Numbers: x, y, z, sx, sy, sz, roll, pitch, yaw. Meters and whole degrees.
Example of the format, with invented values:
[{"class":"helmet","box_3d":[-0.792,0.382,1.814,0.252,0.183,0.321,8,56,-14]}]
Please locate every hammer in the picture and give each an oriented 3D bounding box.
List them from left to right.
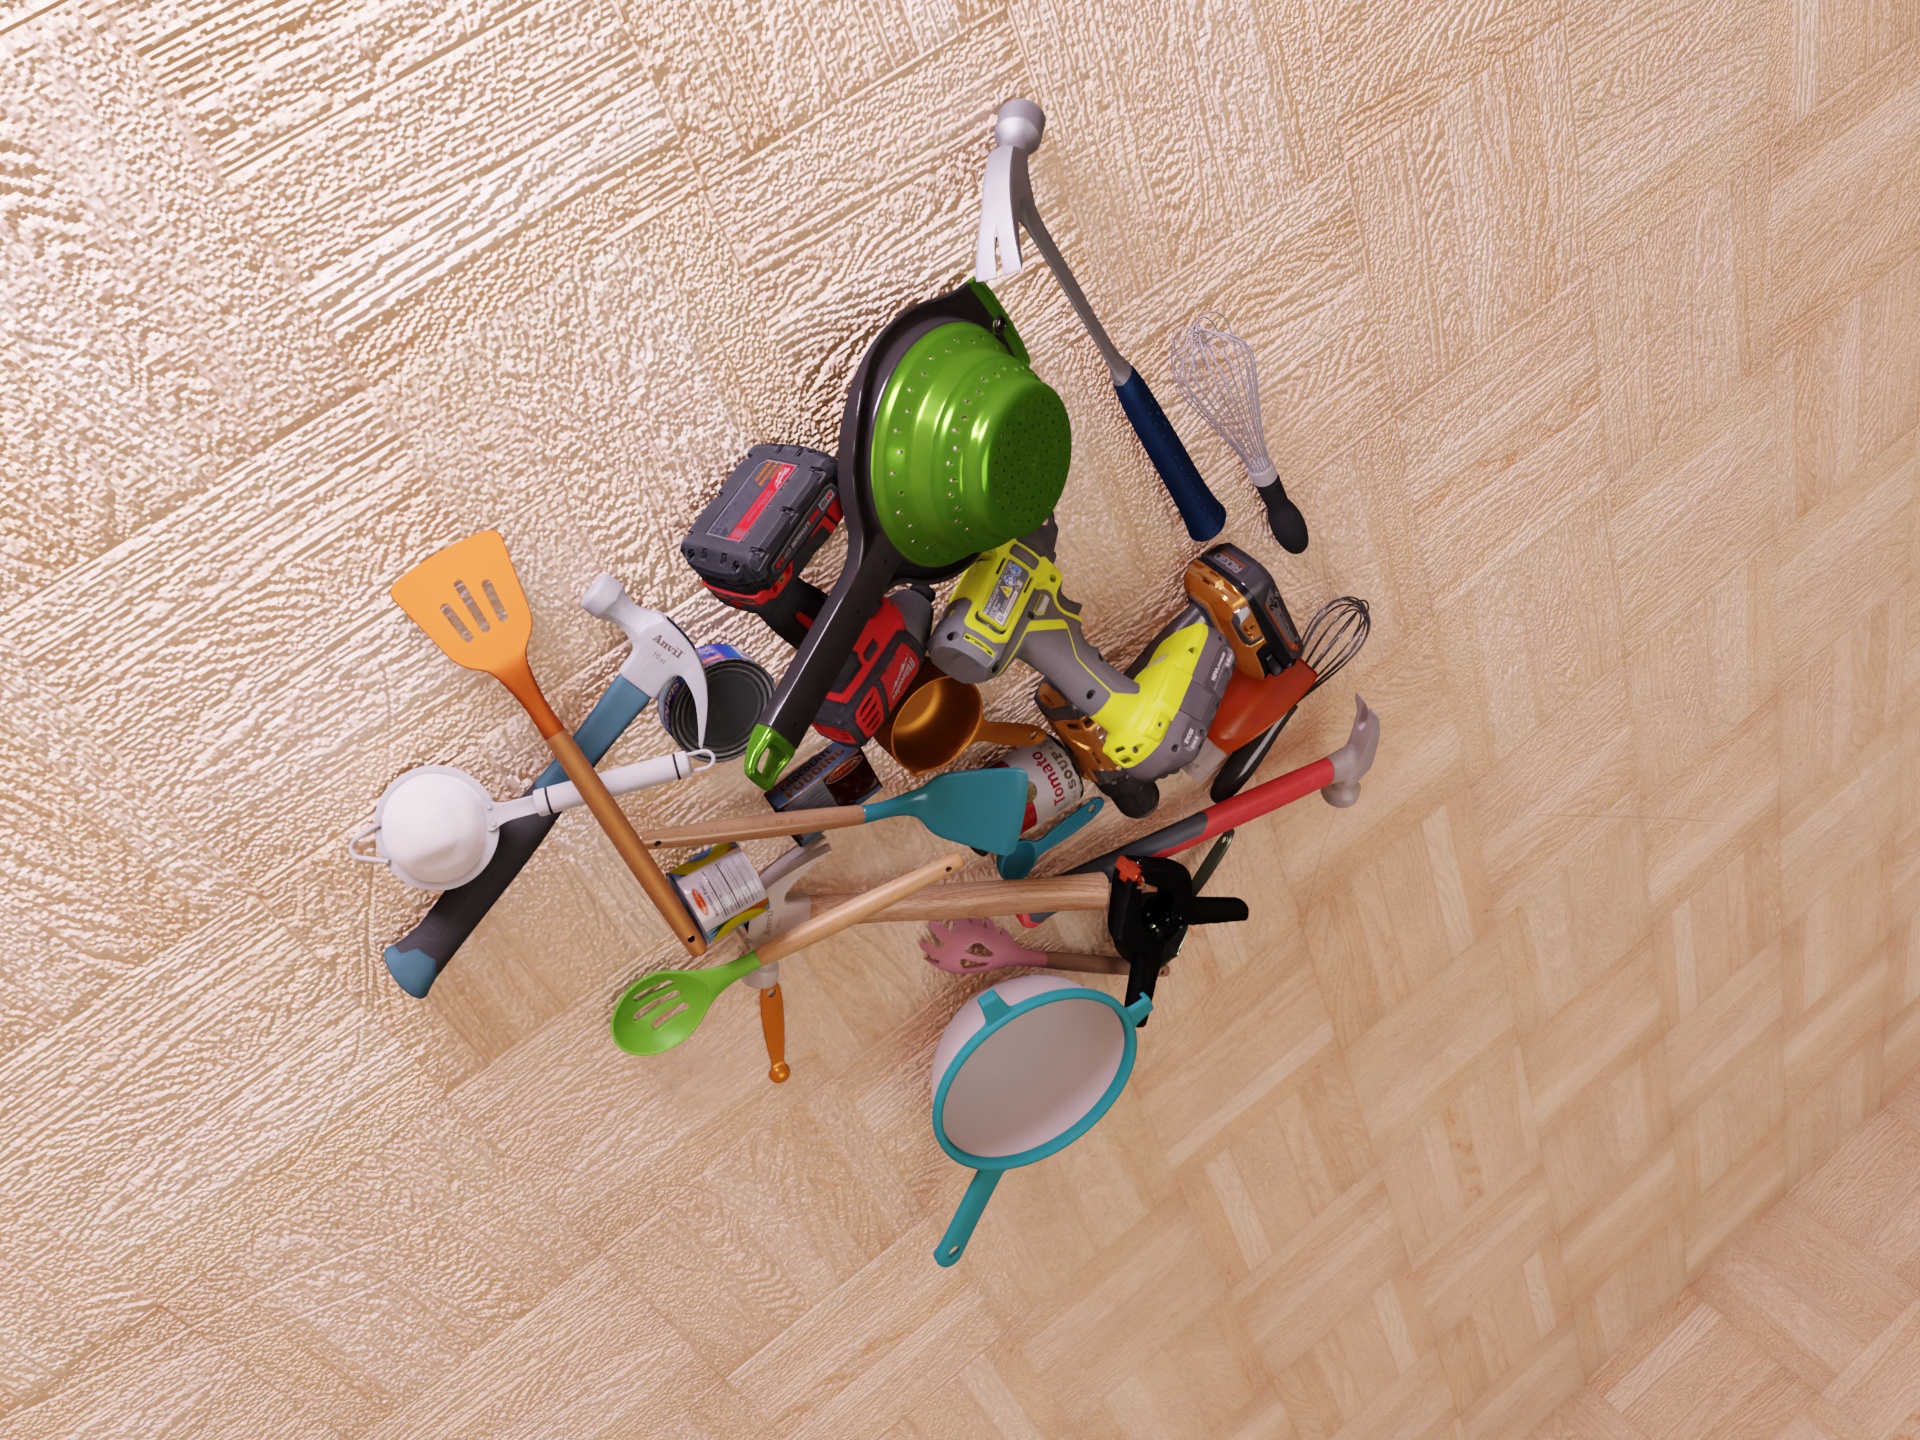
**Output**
[{"class":"hammer","box_3d":[-0.301,0.061,1.131,0.128,0.033,0.331,37,96,-17]},{"class":"hammer","box_3d":[-0.022,0.154,1.360,0.331,0.031,0.130,-2,115,-24]},{"class":"hammer","box_3d":[0.117,-0.267,1.211,0.405,0.035,0.144,48,45,-46]},{"class":"hammer","box_3d":[0.220,0.093,1.483,0.386,0.038,0.143,-22,144,-16]}]

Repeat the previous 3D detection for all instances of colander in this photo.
[{"class":"colander","box_3d":[-0.023,-0.120,1.103,0.397,0.094,0.204,-63,144,-15]}]

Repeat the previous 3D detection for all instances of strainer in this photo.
[{"class":"strainer","box_3d":[-0.295,0.057,1.094,0.258,0.050,0.087,-15,92,-8]},{"class":"strainer","box_3d":[0.030,0.365,1.511,0.210,0.095,0.340,7,117,-33]}]

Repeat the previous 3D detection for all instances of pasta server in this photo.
[{"class":"pasta server","box_3d":[0.092,0.225,1.514,0.316,0.040,0.060,13,108,-43]}]

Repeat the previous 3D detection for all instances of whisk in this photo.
[{"class":"whisk","box_3d":[0.244,-0.230,1.341,0.070,0.070,0.284,-44,136,-5]},{"class":"whisk","box_3d":[0.310,-0.018,1.510,0.055,0.055,0.239,24,105,-41]}]

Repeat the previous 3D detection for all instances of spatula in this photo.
[{"class":"spatula","box_3d":[-0.260,0.027,1.070,0.081,0.041,0.322,-33,108,-11]},{"class":"spatula","box_3d":[-0.097,0.080,1.246,0.317,0.044,0.082,-6,119,-28]}]

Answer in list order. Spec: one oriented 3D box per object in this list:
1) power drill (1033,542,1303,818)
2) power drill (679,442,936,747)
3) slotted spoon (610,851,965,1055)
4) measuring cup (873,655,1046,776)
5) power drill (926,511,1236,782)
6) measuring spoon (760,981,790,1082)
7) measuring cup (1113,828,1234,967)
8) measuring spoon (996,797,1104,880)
[{"class":"power drill","box_3d":[0.190,-0.025,1.403,0.226,0.084,0.185,-39,131,-4]},{"class":"power drill","box_3d":[-0.095,-0.093,1.163,0.143,0.079,0.219,-57,139,-20]},{"class":"slotted spoon","box_3d":[-0.138,0.182,1.285,0.314,0.031,0.070,-26,115,-2]},{"class":"measuring cup","box_3d":[-0.002,-0.004,1.304,0.173,0.052,0.095,7,113,-44]},{"class":"power drill","box_3d":[0.100,-0.067,1.255,0.223,0.080,0.171,34,64,-15]},{"class":"measuring spoon","box_3d":[-0.159,0.270,1.376,0.021,0.011,0.116,-18,124,-25]},{"class":"measuring cup","box_3d":[0.209,0.168,1.557,0.167,0.038,0.083,-54,133,-8]},{"class":"measuring spoon","box_3d":[0.079,0.102,1.445,0.128,0.021,0.042,-32,129,-27]}]
